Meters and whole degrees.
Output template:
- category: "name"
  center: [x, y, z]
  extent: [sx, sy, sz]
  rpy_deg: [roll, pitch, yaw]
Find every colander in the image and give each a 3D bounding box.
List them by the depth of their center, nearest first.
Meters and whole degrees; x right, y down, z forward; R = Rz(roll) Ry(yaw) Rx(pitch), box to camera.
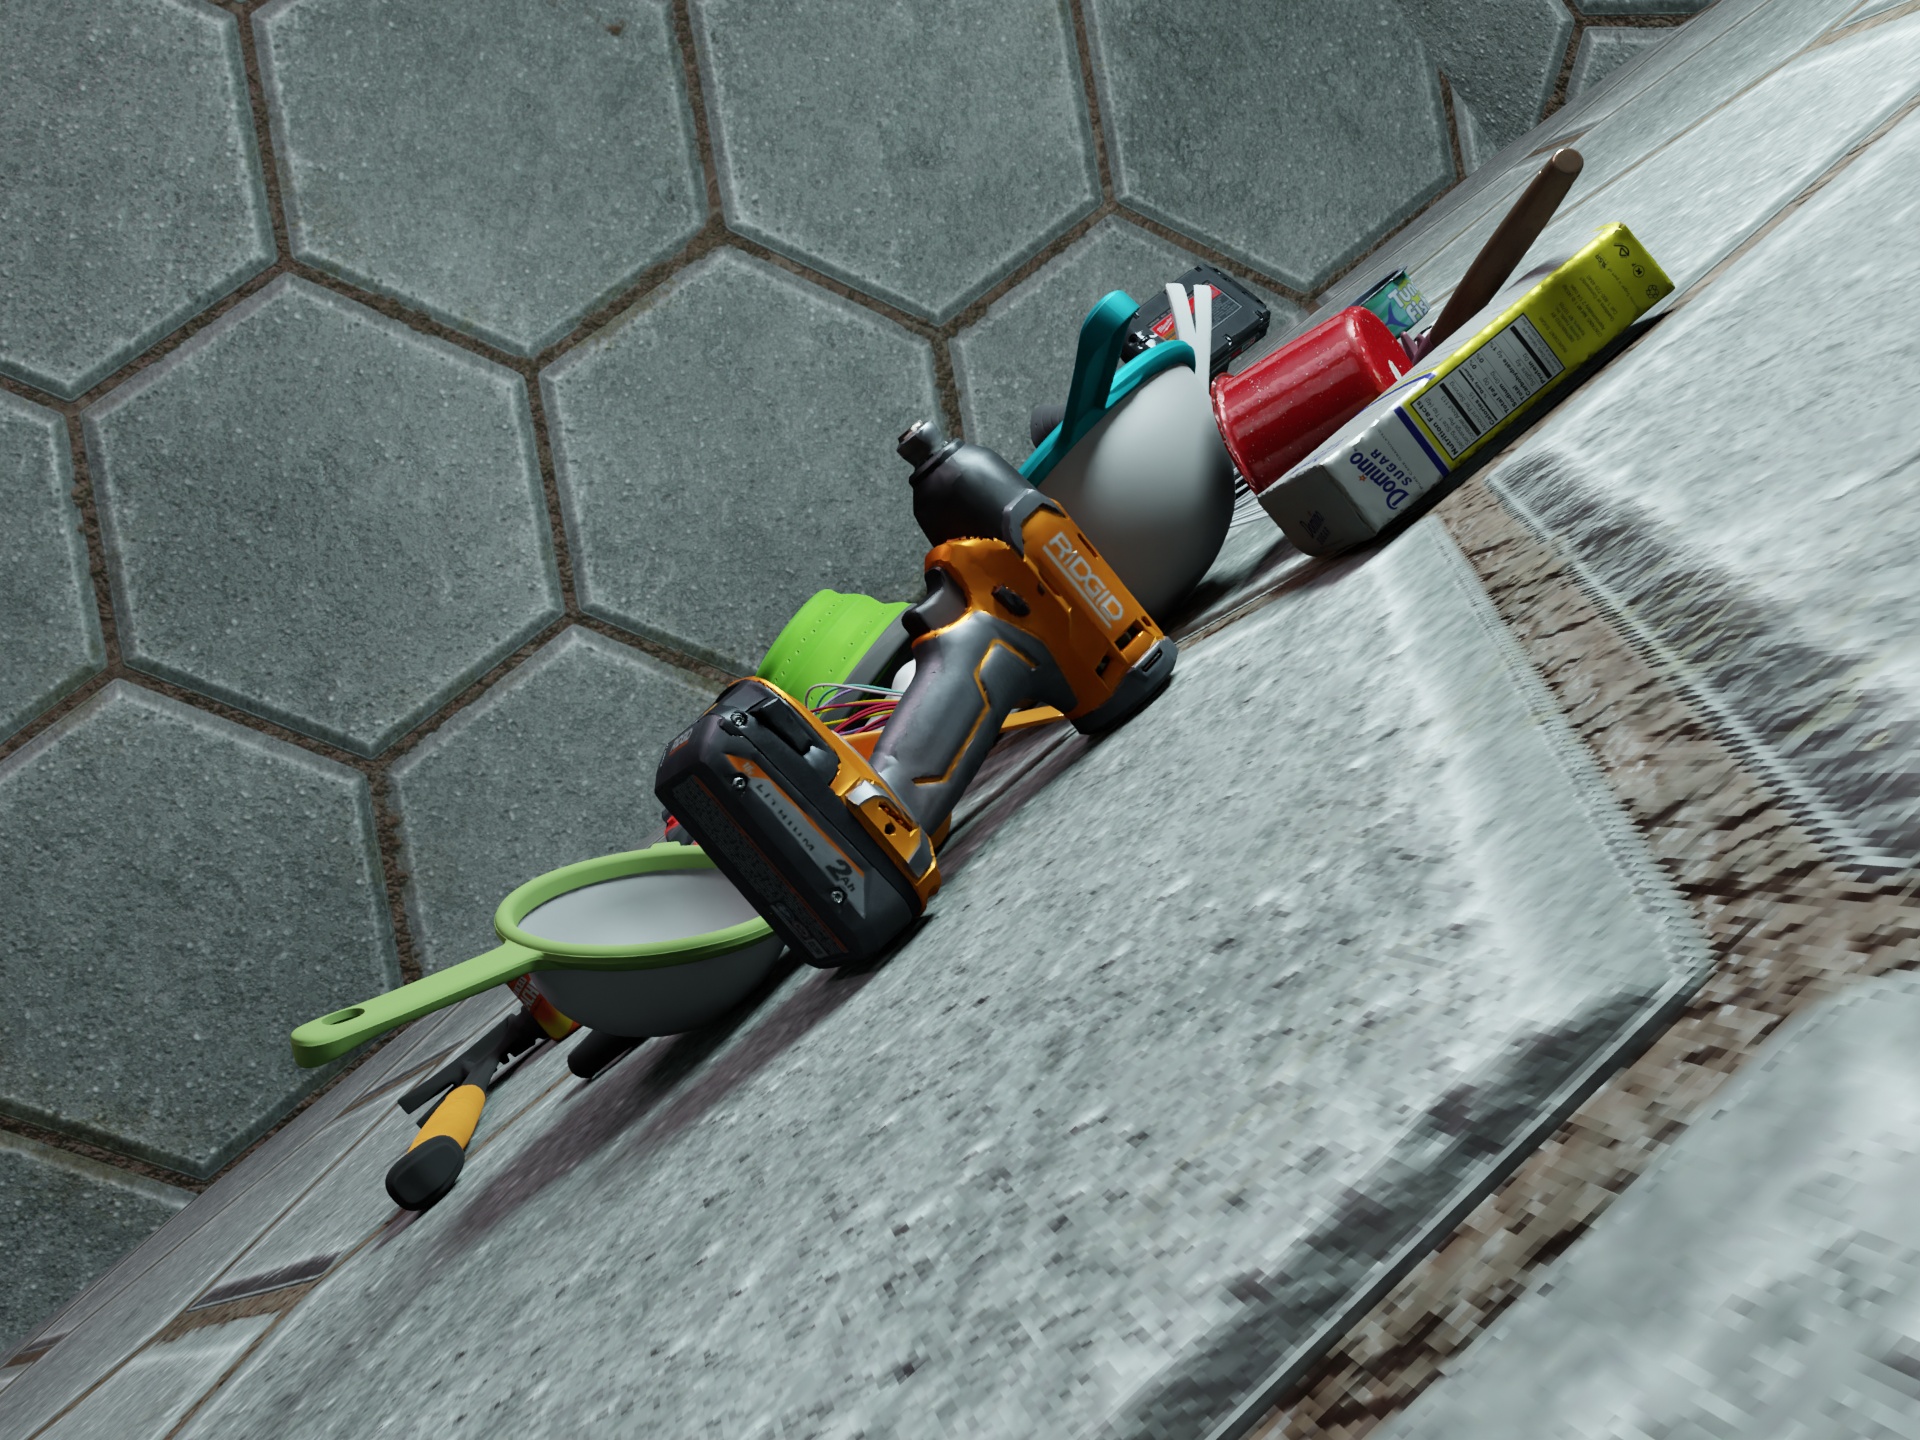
- category: "colander"
  center: [-0.152, 0.007, 1.323]
  extent: [0.397, 0.094, 0.204]
  rpy_deg: [-53, -2, -37]

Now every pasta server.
- category: "pasta server"
  center: [0.247, -0.210, 0.810]
  extent: [0.060, 0.040, 0.316]
  rpy_deg: [-57, -6, -7]

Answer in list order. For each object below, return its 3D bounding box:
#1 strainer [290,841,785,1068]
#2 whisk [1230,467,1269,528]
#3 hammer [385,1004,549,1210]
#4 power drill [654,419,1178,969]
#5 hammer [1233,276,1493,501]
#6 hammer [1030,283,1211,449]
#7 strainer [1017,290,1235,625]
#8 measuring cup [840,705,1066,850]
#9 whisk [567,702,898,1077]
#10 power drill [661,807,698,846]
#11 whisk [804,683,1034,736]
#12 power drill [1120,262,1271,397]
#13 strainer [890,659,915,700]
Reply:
- category: "strainer"
  center: [-0.179, 0.126, 0.732]
  extent: [0.151, 0.069, 0.256]
  rpy_deg: [9, 19, 41]
- category: "whisk"
  center: [0.145, -0.127, 1.022]
  extent: [0.070, 0.070, 0.284]
  rpy_deg: [-42, 3, -31]
- category: "hammer"
  center: [-0.334, 0.258, 1.039]
  extent: [0.127, 0.034, 0.337]
  rpy_deg: [-38, 6, -7]
- category: "power drill"
  center: [-0.022, -0.021, 0.695]
  extent: [0.226, 0.164, 0.084]
  rpy_deg: [-44, 8, -29]
- category: "hammer"
  center: [0.226, -0.191, 1.094]
  extent: [0.334, 0.035, 0.146]
  rpy_deg: [-32, 9, 45]
- category: "hammer"
  center: [0.115, -0.241, 1.236]
  extent: [0.036, 0.149, 0.409]
  rpy_deg: [1, 8, -12]
- category: "strainer"
  center: [0.088, -0.112, 0.819]
  extent: [0.211, 0.095, 0.340]
  rpy_deg: [-46, -8, -9]
- category: "measuring cup"
  center: [-0.008, 0.033, 0.785]
  extent: [0.173, 0.052, 0.095]
  rpy_deg: [-14, 16, -13]
- category: "whisk"
  center: [-0.111, 0.094, 0.869]
  extent: [0.296, 0.073, 0.073]
  rpy_deg: [-44, 5, 8]
- category: "power drill"
  center: [-0.138, 0.065, 1.067]
  extent: [0.143, 0.078, 0.220]
  rpy_deg: [-48, 12, -1]
- category: "whisk"
  center: [-0.037, -0.007, 1.059]
  extent: [0.047, 0.051, 0.245]
  rpy_deg: [11, -11, -38]
- category: "power drill"
  center: [0.173, -0.257, 1.367]
  extent: [0.188, 0.080, 0.226]
  rpy_deg: [-39, -22, -18]
- category: "strainer"
  center: [-0.002, -0.040, 1.106]
  extent: [0.087, 0.050, 0.258]
  rpy_deg: [-37, -1, -27]
